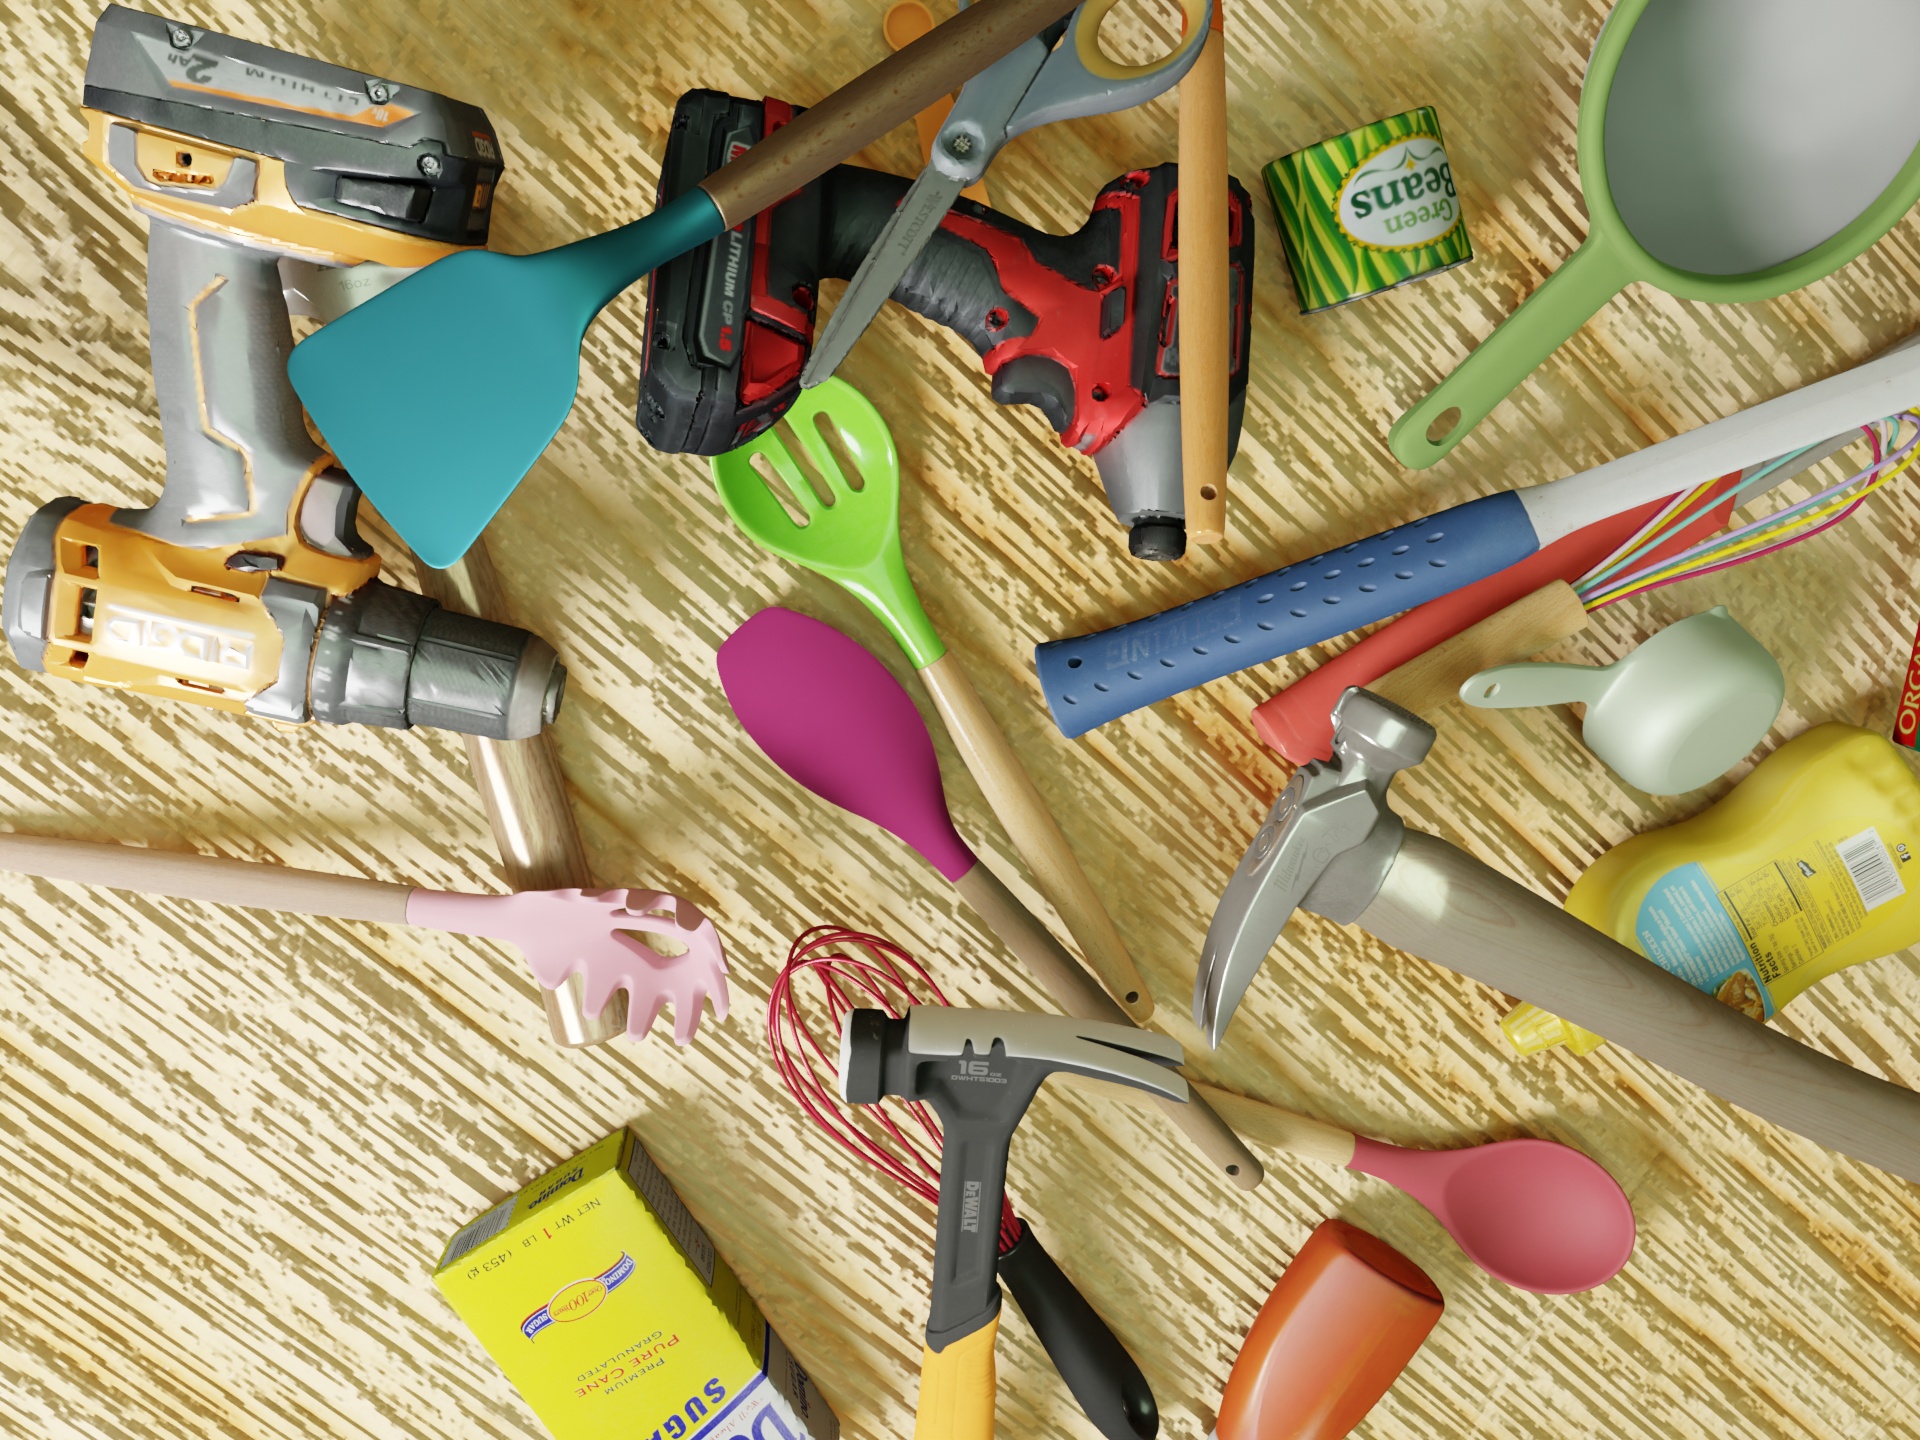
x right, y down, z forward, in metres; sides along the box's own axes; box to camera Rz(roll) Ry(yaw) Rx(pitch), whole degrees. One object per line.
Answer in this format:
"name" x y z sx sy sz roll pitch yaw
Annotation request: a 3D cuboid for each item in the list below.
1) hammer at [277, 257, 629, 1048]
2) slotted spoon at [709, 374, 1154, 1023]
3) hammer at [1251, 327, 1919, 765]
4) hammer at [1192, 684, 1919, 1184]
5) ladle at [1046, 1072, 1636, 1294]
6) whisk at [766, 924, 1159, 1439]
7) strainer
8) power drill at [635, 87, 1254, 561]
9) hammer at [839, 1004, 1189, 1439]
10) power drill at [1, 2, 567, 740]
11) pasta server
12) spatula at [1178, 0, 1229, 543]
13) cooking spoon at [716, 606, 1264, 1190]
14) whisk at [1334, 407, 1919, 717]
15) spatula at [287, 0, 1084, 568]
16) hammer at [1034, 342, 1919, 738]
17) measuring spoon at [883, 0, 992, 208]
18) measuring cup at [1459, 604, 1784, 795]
"hammer" -0.185 -0.028 0.620 0.130 0.031 0.331 -14 103 -1
"slotted spoon" -0.001 -0.002 0.644 0.070 0.031 0.313 -31 104 2
"hammer" 0.277 -0.089 0.645 0.359 0.037 0.149 -30 103 1
"hammer" 0.293 0.136 0.633 0.410 0.038 0.146 25 101 -11
"ladle" 0.145 0.182 0.695 0.315 0.031 0.069 18 97 -7
"whisk" 0.009 0.206 0.673 0.073 0.073 0.295 -32 108 2
"strainer" 0.256 -0.203 0.611 0.151 0.069 0.256 35 112 -25
"power drill" 0.000 -0.137 0.570 0.219 0.078 0.143 5 85 -15
"hammer" 0.008 0.260 0.650 0.127 0.034 0.336 4 117 -1
"power drill" -0.215 -0.103 0.546 0.185 0.084 0.226 13 105 -8
"pasta server" -0.240 0.072 0.611 0.316 0.040 0.060 7 117 3
"spatula" 0.085 -0.220 0.552 0.081 0.041 0.323 2 79 -2
"cooking spoon" 0.019 0.080 0.650 0.068 0.017 0.318 -38 100 27
"whisk" 0.254 -0.058 0.614 0.245 0.051 0.047 -30 69 5
"spatula" -0.059 -0.171 0.499 0.317 0.044 0.082 -37 88 -13
"hammer" 0.222 -0.074 0.589 0.405 0.035 0.144 -20 64 13
"measuring spoon" -0.005 -0.215 0.609 0.021 0.011 0.117 -20 106 -6
"measuring cup" 0.258 -0.003 0.618 0.167 0.038 0.083 0 131 -35
